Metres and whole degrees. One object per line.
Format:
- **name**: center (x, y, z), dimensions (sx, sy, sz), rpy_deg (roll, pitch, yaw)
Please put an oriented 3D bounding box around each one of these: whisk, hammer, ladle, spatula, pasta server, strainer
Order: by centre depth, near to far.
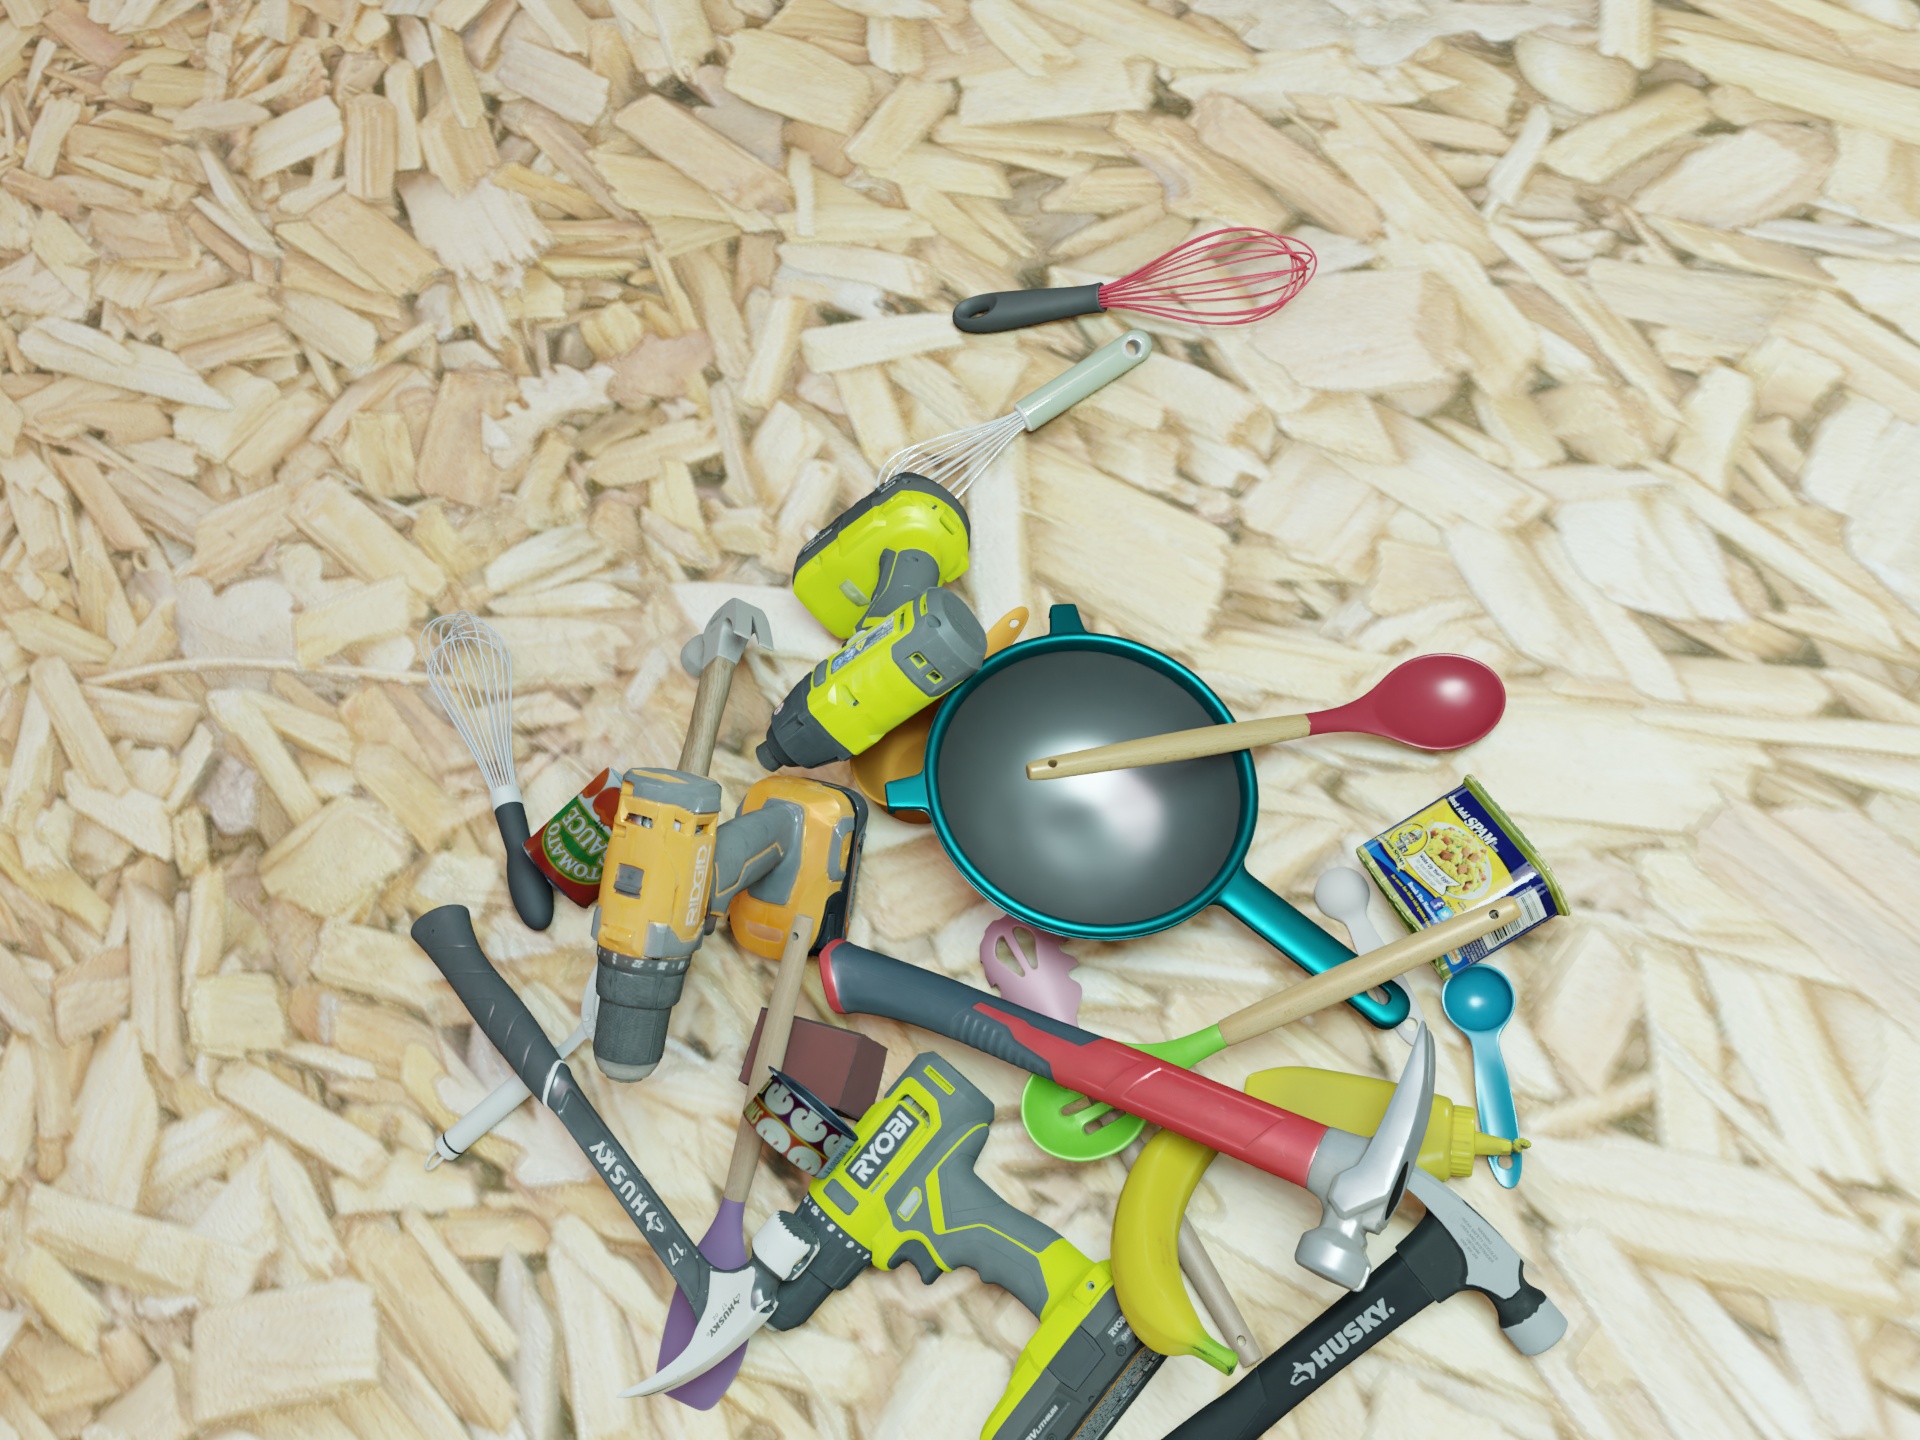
- **hammer**: center (0.156, 0.374, 0.876), dimensions (0.335, 0.035, 0.146), rpy_deg (-40, 84, 3)
- **hammer**: center (0.078, 0.185, 0.931), dimensions (0.386, 0.038, 0.143), rpy_deg (16, 71, 34)
- **pasta server**: center (0.096, 0.247, 0.982), dimensions (0.060, 0.040, 0.316), rpy_deg (-32, 64, 2)
- **ladle**: center (0.193, 0.007, 0.997), dimensions (0.315, 0.031, 0.069), rpy_deg (-9, 61, -12)
- **spatula**: center (-0.134, 0.277, 1.004), dimensions (0.060, 0.018, 0.316), rpy_deg (13, 89, 23)
- **strainer**: center (0.127, 0.093, 1.012), dimensions (0.340, 0.095, 0.211), rpy_deg (37, 64, 11)
- **hammer**: center (-0.259, 0.257, 1.048), dimensions (0.409, 0.036, 0.149), rpy_deg (40, 93, 34)
- **hammer**: center (-0.190, 0.059, 1.099), dimensions (0.130, 0.031, 0.332), rpy_deg (-36, 38, 52)
- **strainer**: center (-0.278, 0.231, 1.110), dimensions (0.258, 0.050, 0.087), rpy_deg (-40, 42, 5)
- **whisk**: center (0.041, -0.227, 1.214), dimensions (0.246, 0.059, 0.058), rpy_deg (-33, 96, -2)
- **whisk**: center (-0.356, 0.034, 1.224), dimensions (0.070, 0.070, 0.285), rpy_deg (-26, 65, 6)
- **whisk**: center (0.128, -0.329, 1.225), dimensions (0.296, 0.073, 0.073), rpy_deg (-1, 66, 26)

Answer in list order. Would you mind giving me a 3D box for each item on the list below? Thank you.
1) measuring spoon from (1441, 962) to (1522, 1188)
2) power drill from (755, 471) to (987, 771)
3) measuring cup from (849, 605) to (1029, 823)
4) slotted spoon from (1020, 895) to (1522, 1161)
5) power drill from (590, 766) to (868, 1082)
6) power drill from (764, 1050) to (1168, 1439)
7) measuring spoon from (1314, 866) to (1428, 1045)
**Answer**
- **measuring spoon**: center (0.312, 0.207, 0.933), dimensions (0.042, 0.021, 0.129), rpy_deg (-11, 72, 23)
- **power drill**: center (-0.063, -0.065, 1.086), dimensions (0.171, 0.080, 0.223), rpy_deg (-34, 27, 21)
- **measuring cup**: center (-0.002, -0.004, 1.118), dimensions (0.095, 0.052, 0.173), rpy_deg (33, 78, 29)
- **slotted spoon**: center (0.177, 0.175, 0.926), dimensions (0.314, 0.031, 0.070), rpy_deg (-28, 72, 14)
- **power drill**: center (-0.150, 0.122, 1.008), dimensions (0.084, 0.226, 0.185), rpy_deg (12, 94, 24)
- **power drill**: center (-0.004, 0.335, 0.945), dimensions (0.229, 0.080, 0.190), rpy_deg (36, 80, 32)
- **measuring spoon**: center (0.254, 0.143, 0.978), dimensions (0.034, 0.018, 0.124), rpy_deg (-26, 61, 6)
